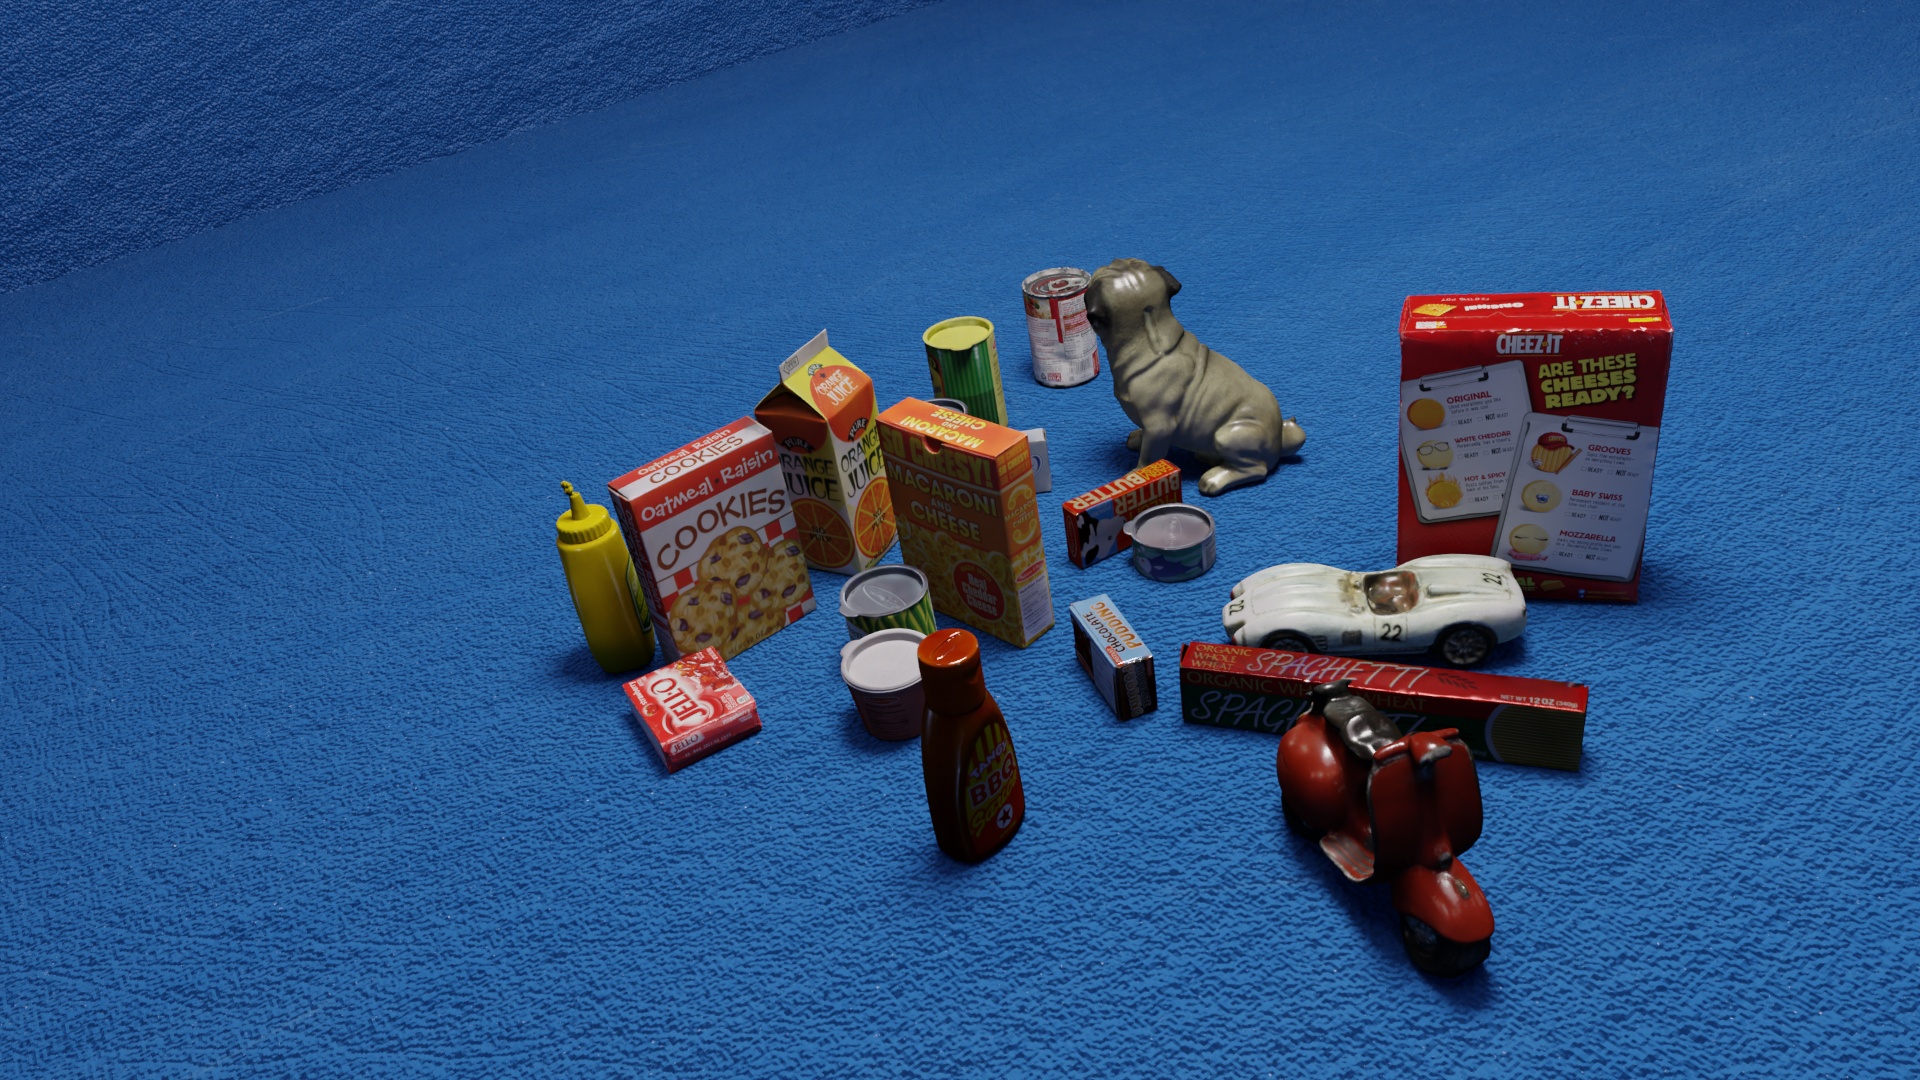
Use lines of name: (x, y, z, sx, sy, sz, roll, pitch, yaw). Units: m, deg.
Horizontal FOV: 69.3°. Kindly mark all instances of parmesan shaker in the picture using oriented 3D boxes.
parmesan shaker: (0.006, -0.148, 1.304, 0.071, 0.102, 0.072, -7, 32, 5)

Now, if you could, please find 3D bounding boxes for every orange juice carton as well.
orange juice carton: (-0.109, -0.071, 1.132, 0.073, 0.191, 0.072, 9, 37, 28)

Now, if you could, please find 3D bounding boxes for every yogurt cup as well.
yogurt cup: (-0.046, 0.103, 0.971, 0.072, 0.053, 0.073, -7, 32, 5)

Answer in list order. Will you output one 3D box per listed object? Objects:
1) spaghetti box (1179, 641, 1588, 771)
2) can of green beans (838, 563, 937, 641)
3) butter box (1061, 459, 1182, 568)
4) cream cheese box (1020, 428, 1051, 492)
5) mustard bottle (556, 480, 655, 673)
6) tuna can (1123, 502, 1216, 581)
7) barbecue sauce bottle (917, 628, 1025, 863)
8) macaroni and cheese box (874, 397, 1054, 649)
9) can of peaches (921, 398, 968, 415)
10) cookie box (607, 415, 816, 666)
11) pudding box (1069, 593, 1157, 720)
spaghetti box: (0.263, 0.104, 0.886, 0.250, 0.050, 0.029, 5, 35, 22)
can of green beans: (-0.052, 0.059, 1.037, 0.071, 0.057, 0.071, -7, 32, 5)
butter box: (0.131, -0.022, 1.118, 0.104, 0.053, 0.024, -24, 34, -21)
cream cheese box: (0.026, -0.063, 1.212, 0.104, 0.053, 0.024, -8, 32, 3)
mustard bottle: (-0.274, 0.024, 1.059, 0.049, 0.159, 0.065, -12, 32, -3)
tuna can: (0.165, 0.002, 1.090, 0.071, 0.032, 0.071, -7, 32, 5)
barbecue sauce bottle: (0.003, 0.122, 0.839, 0.044, 0.147, 0.065, 17, 41, 36)
macaroni and cheese box: (0.004, -0.013, 1.033, 0.124, 0.165, 0.040, 21, 44, 40)
can of peaches: (-0.023, -0.088, 1.260, 0.071, 0.057, 0.071, -7, 32, 5)
cookie box: (-0.185, 0.006, 1.055, 0.123, 0.166, 0.040, -30, 37, -29)
pudding box: (0.106, 0.080, 0.968, 0.030, 0.049, 0.084, -17, 33, -11)
